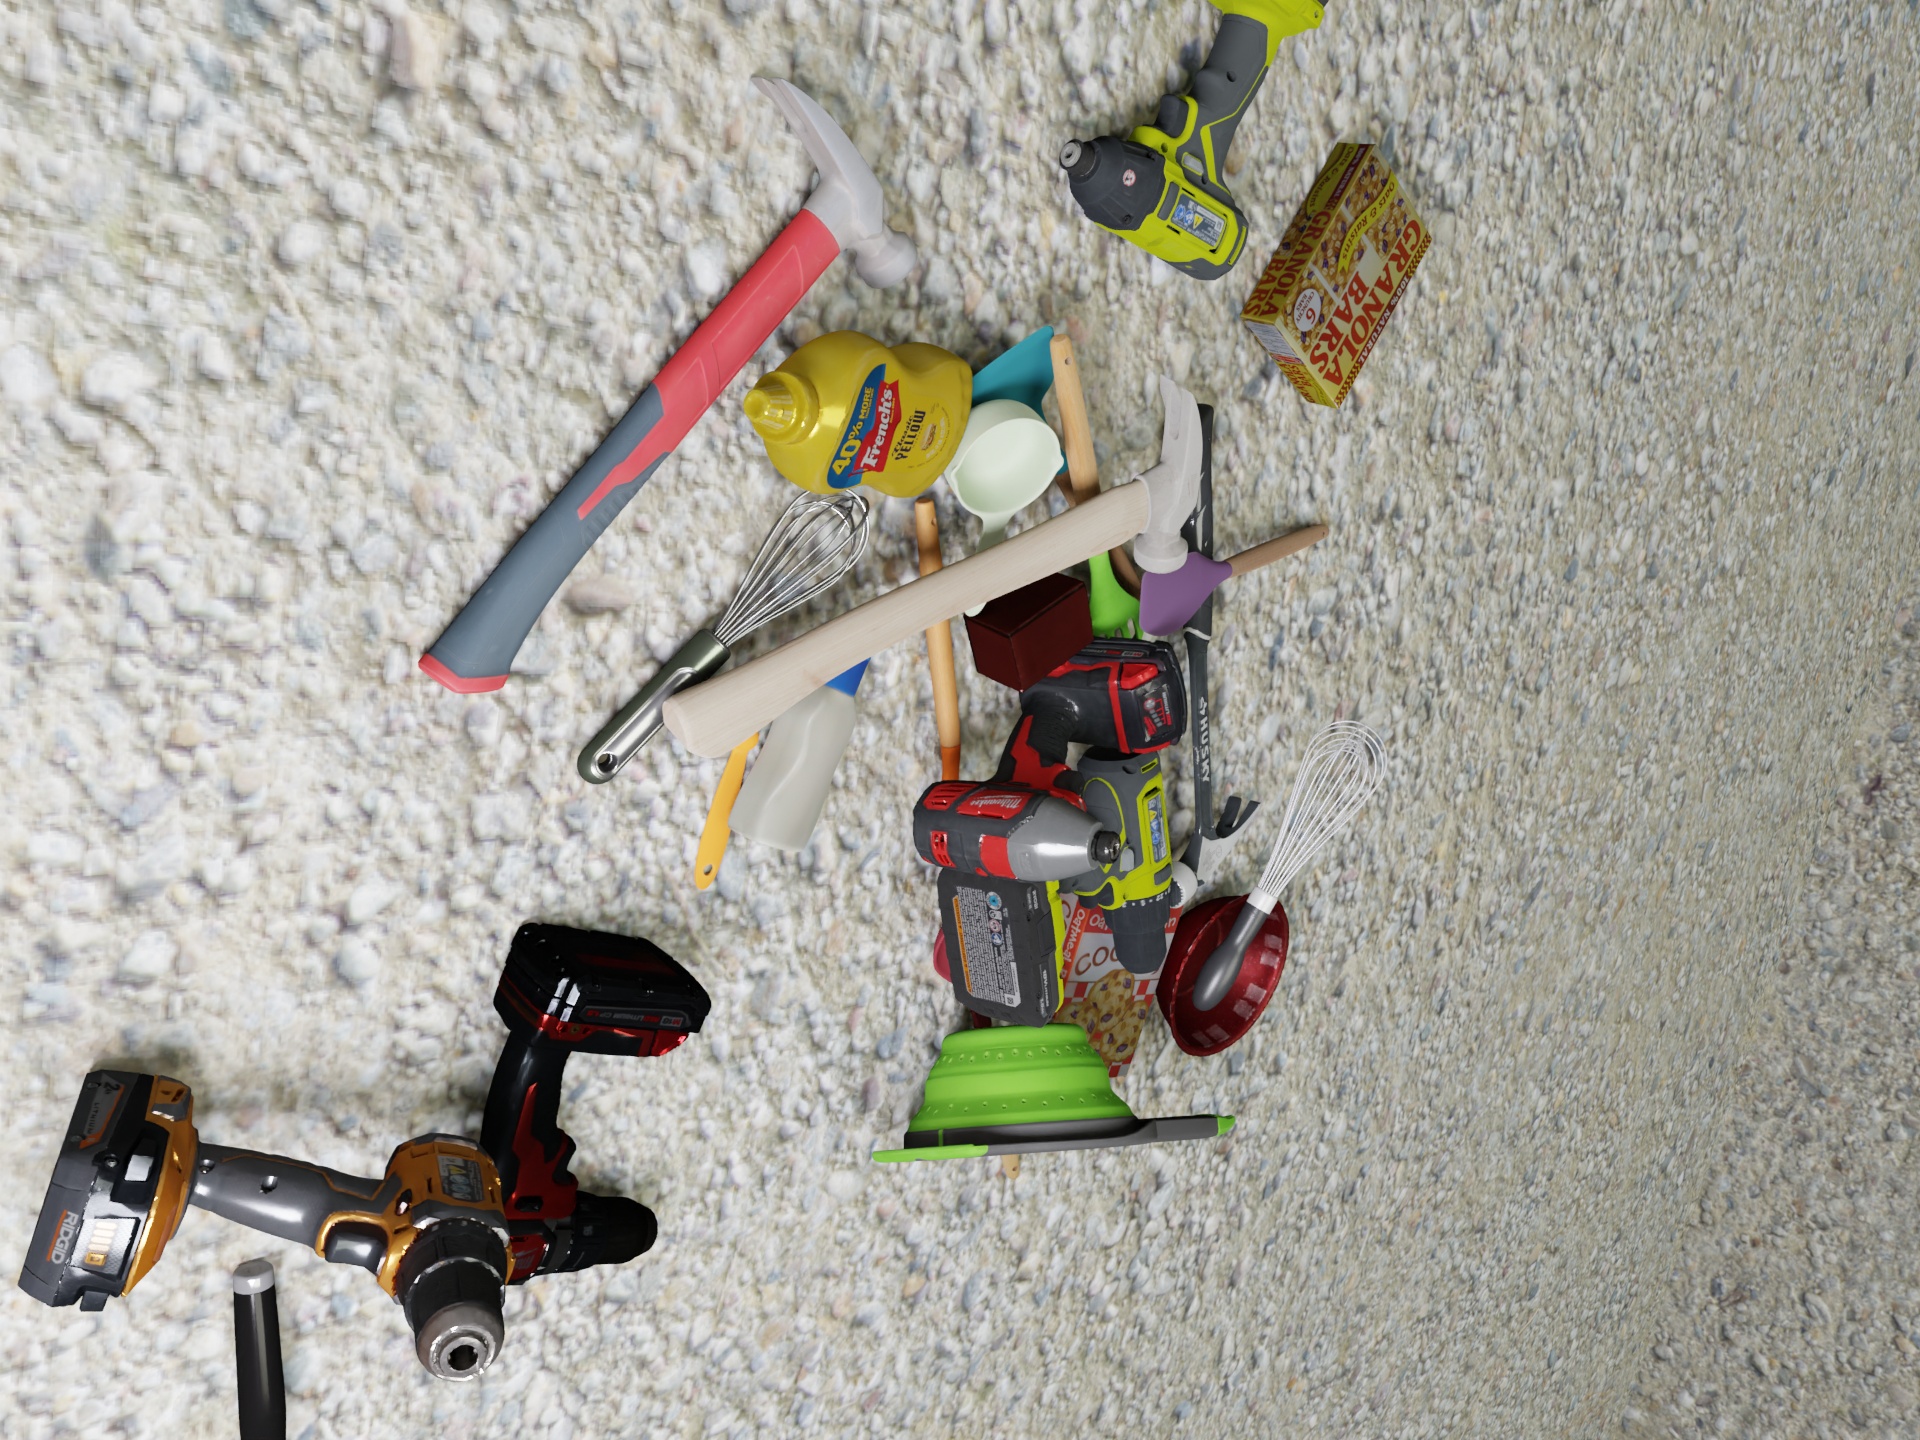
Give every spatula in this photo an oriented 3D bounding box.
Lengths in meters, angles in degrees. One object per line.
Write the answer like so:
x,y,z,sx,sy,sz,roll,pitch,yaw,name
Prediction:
-0.002,-0.004,1.138,0.081,0.041,0.322,-35,129,-43,spatula
0.086,-0.159,1.150,0.082,0.044,0.317,-36,135,3,spatula
0.223,-0.123,1.268,0.316,0.018,0.059,-25,122,-49,spatula

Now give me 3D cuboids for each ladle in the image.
0.024,0.265,1.293,0.069,0.031,0.315,-24,126,-20,ladle

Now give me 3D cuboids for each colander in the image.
0.098,0.293,1.268,0.396,0.204,0.094,12,68,-47,colander

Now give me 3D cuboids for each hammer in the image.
0.198,-0.054,1.298,0.149,0.036,0.408,-33,127,-46,hammer
-0.006,-0.091,1.020,0.410,0.038,0.146,-28,139,-26,hammer
-0.178,-0.180,0.894,0.386,0.038,0.143,-53,134,-12,hammer

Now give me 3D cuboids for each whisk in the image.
-0.144,-0.053,0.978,0.246,0.059,0.057,-47,123,-11,whisk
0.276,0.126,1.372,0.070,0.070,0.284,28,94,-46,whisk

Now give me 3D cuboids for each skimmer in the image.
-0.428,0.488,0.964,0.127,0.090,0.363,-7,103,-38,skimmer

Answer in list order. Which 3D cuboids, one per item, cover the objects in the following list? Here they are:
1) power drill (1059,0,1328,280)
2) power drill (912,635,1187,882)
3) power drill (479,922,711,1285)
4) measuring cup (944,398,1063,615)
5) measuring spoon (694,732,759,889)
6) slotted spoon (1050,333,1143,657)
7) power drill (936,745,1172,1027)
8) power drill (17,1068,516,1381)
0.158,-0.431,1.075,0.171,0.080,0.223,11,103,-46,power drill
0.074,0.030,1.113,0.220,0.143,0.078,-52,137,-44,power drill
-0.241,0.252,1.004,0.187,0.080,0.226,19,98,-46,power drill
0.016,-0.144,1.079,0.083,0.038,0.167,-11,138,-24,measuring cup
-0.153,0.058,1.043,0.021,0.011,0.117,9,102,-45,measuring spoon
0.093,-0.140,1.134,0.070,0.031,0.313,-31,138,-14,slotted spoon
0.088,0.138,1.204,0.228,0.080,0.190,-28,115,-48,power drill
-0.336,0.258,0.800,0.226,0.185,0.084,19,95,-25,power drill
